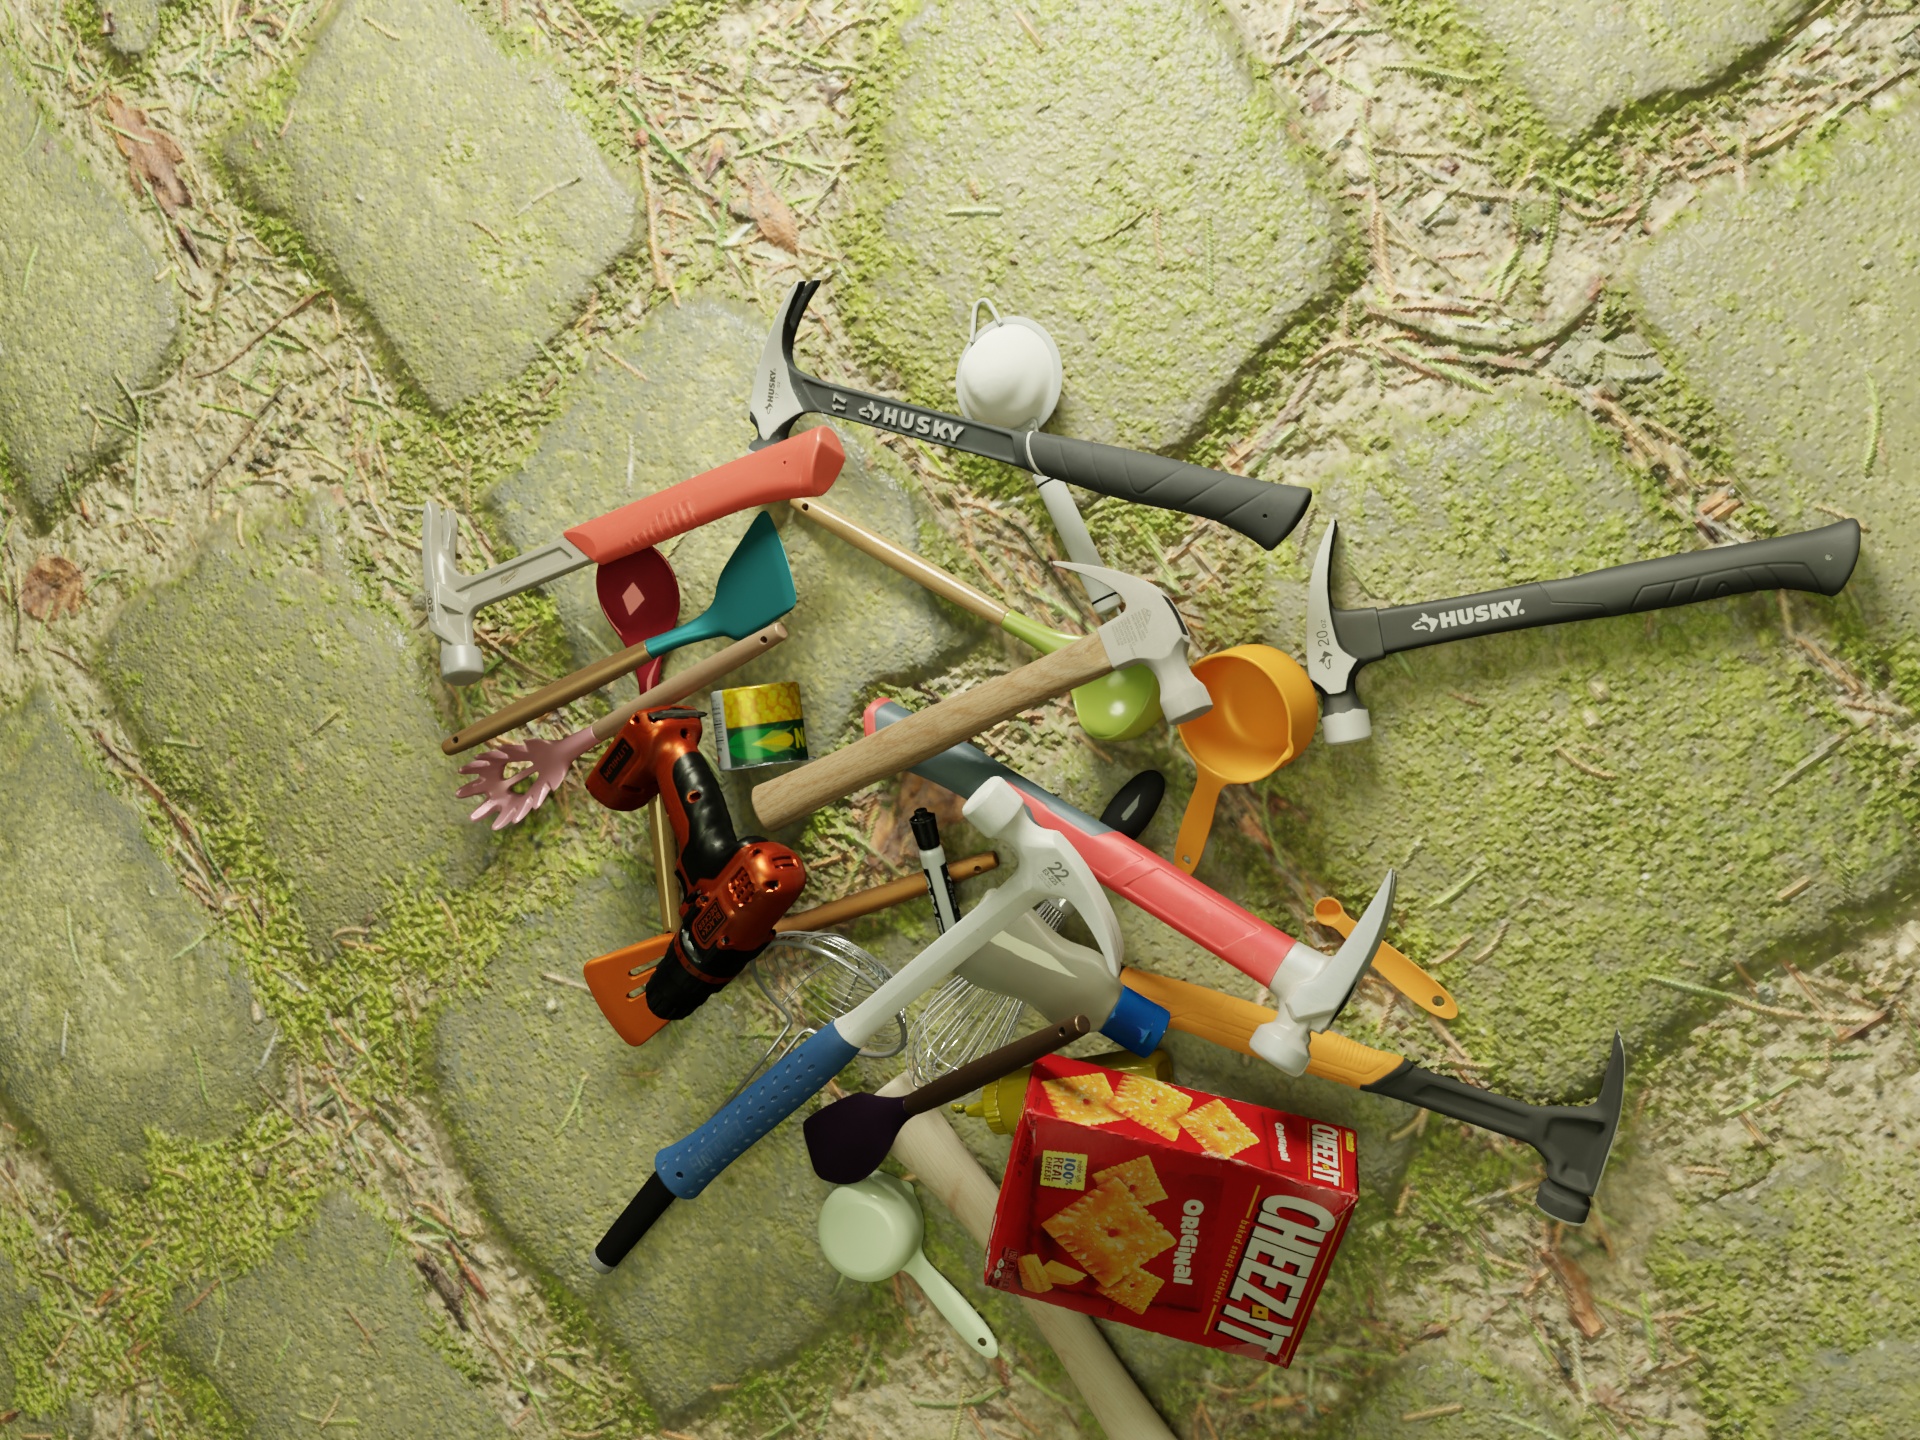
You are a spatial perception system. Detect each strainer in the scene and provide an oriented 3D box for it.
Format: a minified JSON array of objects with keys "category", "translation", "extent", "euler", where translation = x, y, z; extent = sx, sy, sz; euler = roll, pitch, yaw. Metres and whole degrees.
[{"category":"strainer","translation":[0.057,-0.177,1.103],"extent":[0.087,0.050,0.258],"euler":[-26,88,32]}]

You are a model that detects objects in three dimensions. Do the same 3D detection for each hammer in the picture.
[{"category":"hammer","translation":[0.261,0.221,1.060],"extent":[0.337,0.034,0.127],"euler":[15,101,16]},{"category":"hammer","translation":[0.096,0.072,1.067],"extent":[0.386,0.038,0.143],"euler":[31,88,25]},{"category":"hammer","translation":[0.386,-0.083,1.010],"extent":[0.335,0.035,0.146],"euler":[-10,90,17]},{"category":"hammer","translation":[0.079,0.419,1.125],"extent":[0.146,0.038,0.411],"euler":[-39,81,13]},{"category":"hammer","translation":[-0.064,0.209,1.068],"extent":[0.144,0.035,0.405],"euler":[45,114,-5]},{"category":"hammer","translation":[0.035,-0.189,1.068],"extent":[0.409,0.036,0.149],"euler":[18,114,21]},{"category":"hammer","translation":[-0.247,-0.146,1.161],"extent":[0.359,0.036,0.149],"euler":[-18,71,22]},{"category":"hammer","translation":[-0.002,-0.003,1.077],"extent":[0.331,0.031,0.130],"euler":[-25,77,20]}]

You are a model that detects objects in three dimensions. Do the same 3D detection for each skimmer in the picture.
[{"category":"skimmer","translation":[-0.173,0.295,1.164],"extent":[0.127,0.090,0.363],"euler":[38,105,-6]}]

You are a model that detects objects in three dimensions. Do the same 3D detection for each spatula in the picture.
[{"category":"spatula","translation":[-0.018,0.257,1.084],"extent":[0.316,0.018,0.060],"euler":[-37,65,42]},{"category":"spatula","translation":[-0.256,-0.046,1.167],"extent":[0.317,0.044,0.082],"euler":[-25,67,13]},{"category":"spatula","translation":[-0.121,0.156,1.170],"extent":[0.322,0.041,0.081],"euler":[-20,110,15]}]

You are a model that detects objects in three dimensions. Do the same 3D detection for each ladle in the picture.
[{"category":"ladle","translation":[0.006,-0.084,1.114],"extent":[0.320,0.062,0.078],"euler":[31,102,16]},{"category":"ladle","translation":[-0.231,0.020,1.205],"extent":[0.069,0.031,0.315],"euler":[-4,93,19]}]

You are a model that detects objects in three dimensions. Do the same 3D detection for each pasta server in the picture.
[{"category":"pasta server","translation":[-0.253,0.001,1.178],"extent":[0.316,0.040,0.060],"euler":[-26,97,27]}]

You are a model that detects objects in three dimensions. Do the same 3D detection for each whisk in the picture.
[{"category":"whisk","translation":[0.055,0.151,1.113],"extent":[0.070,0.070,0.284],"euler":[38,98,12]}]

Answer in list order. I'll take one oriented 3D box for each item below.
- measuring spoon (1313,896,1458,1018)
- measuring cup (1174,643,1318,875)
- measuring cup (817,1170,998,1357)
[{"category":"measuring spoon","translation":[0.286,0.159,1.066],"extent":[0.117,0.011,0.021],"euler":[40,112,8]},{"category":"measuring cup","translation":[0.184,0.029,1.072],"extent":[0.095,0.052,0.173],"euler":[32,125,30]},{"category":"measuring cup","translation":[-0.037,0.404,1.156],"extent":[0.168,0.038,0.083],"euler":[45,103,12]}]
